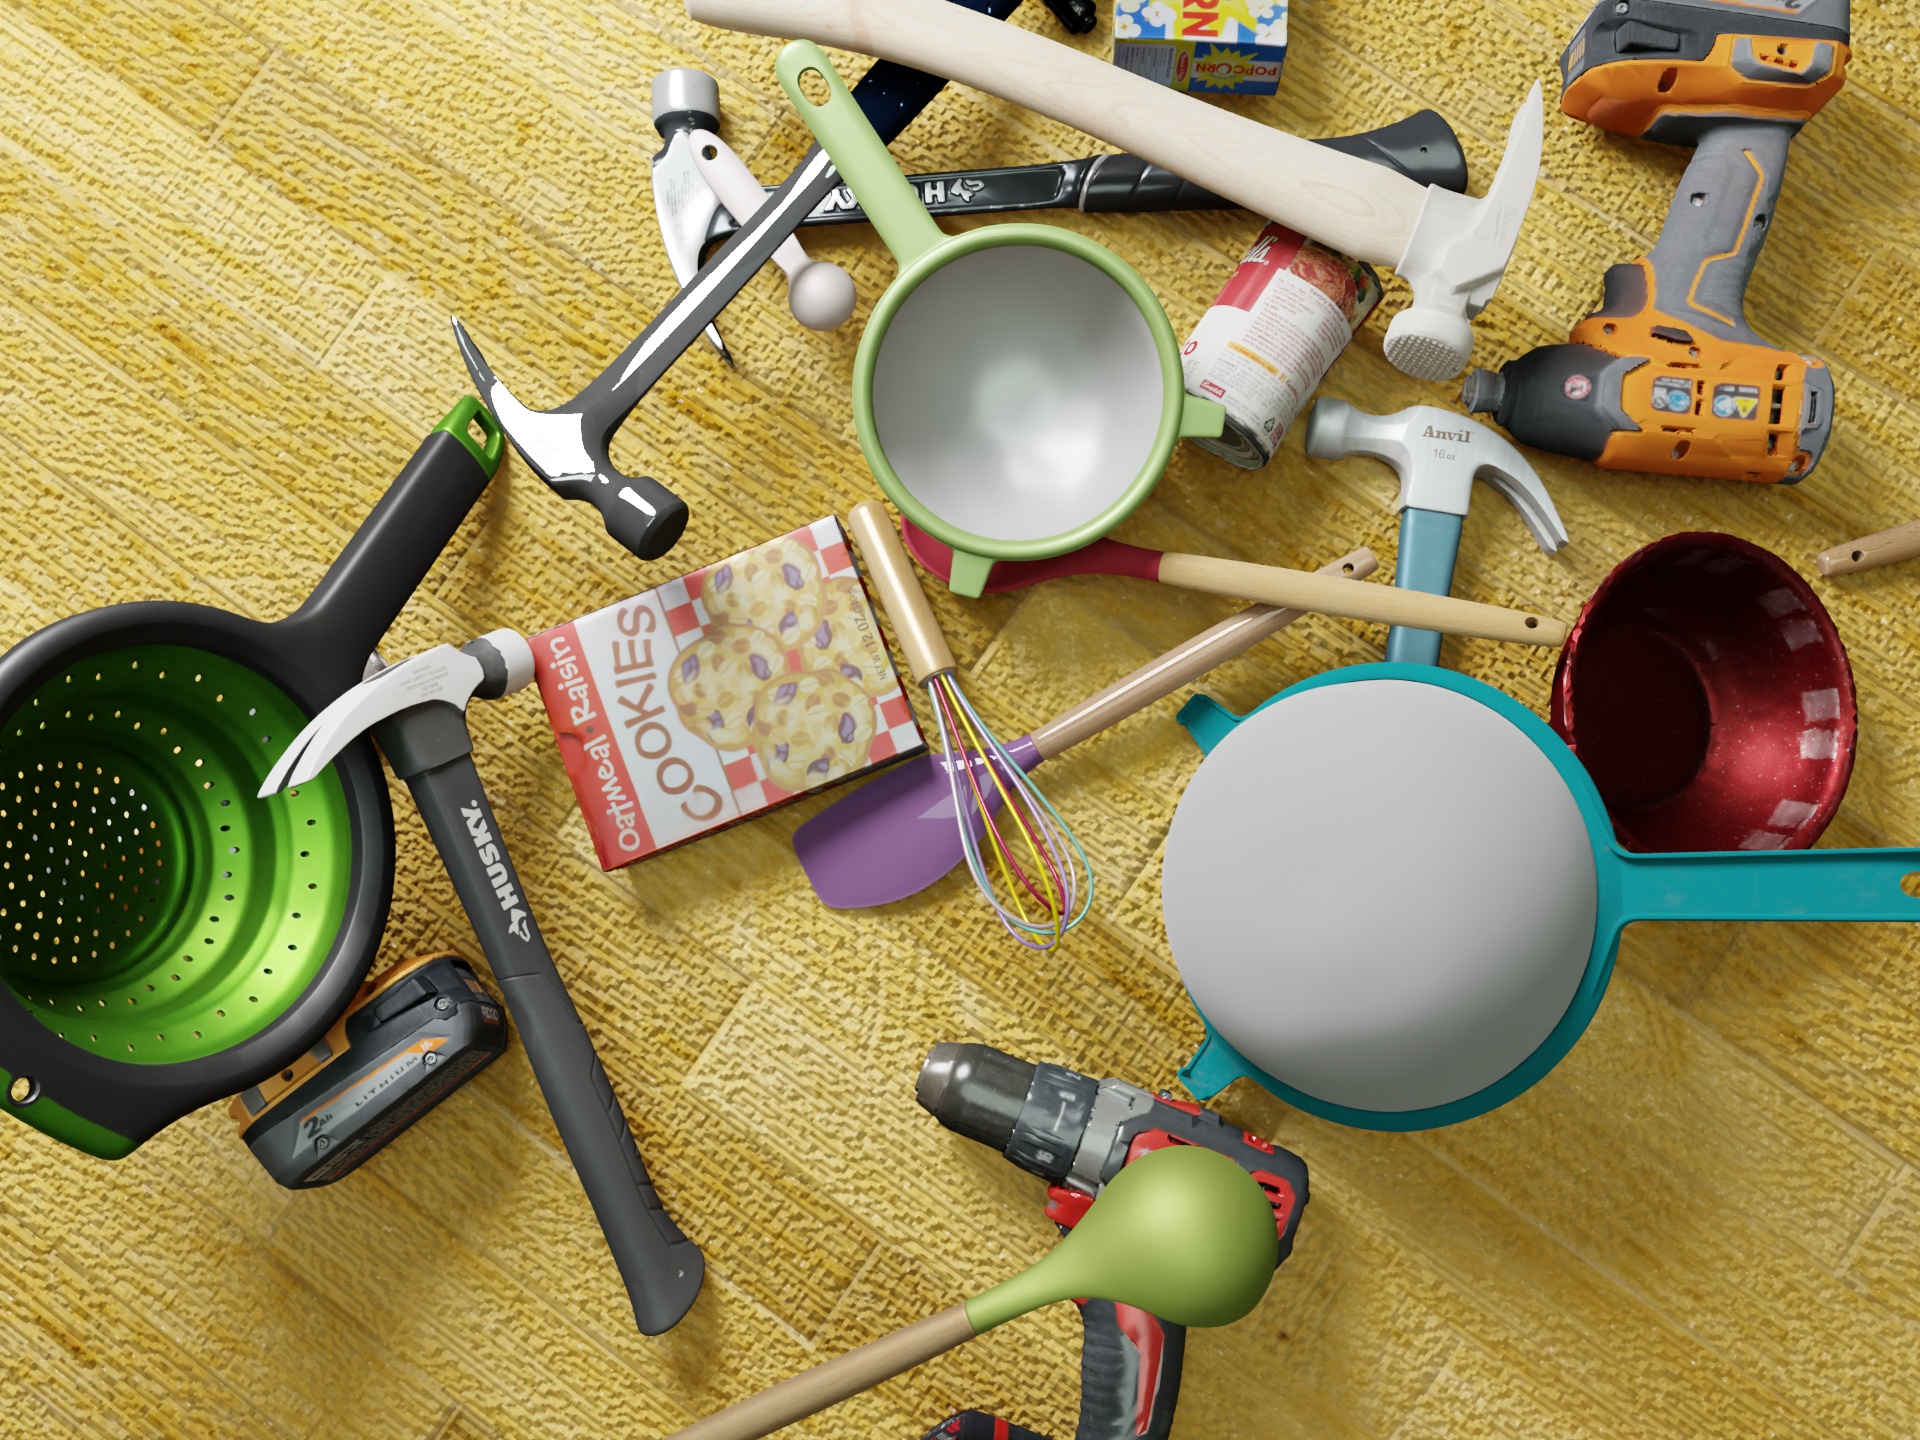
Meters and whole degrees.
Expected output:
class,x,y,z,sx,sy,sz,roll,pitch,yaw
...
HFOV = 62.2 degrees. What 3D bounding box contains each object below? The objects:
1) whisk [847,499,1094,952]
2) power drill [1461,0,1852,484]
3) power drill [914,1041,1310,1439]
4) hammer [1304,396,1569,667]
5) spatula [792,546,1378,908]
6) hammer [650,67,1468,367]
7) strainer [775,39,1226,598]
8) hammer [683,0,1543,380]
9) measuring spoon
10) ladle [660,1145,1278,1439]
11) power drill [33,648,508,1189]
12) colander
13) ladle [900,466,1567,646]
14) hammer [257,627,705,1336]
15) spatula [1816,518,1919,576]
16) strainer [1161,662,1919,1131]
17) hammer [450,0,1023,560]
class,x,y,z,sx,sy,sz,roll,pitch,yaw
whisk,0.000,-0.003,0.759,0.051,0.047,0.245,-27,71,9
power drill,0.332,-0.232,0.763,0.164,0.084,0.226,5,89,4
power drill,0.040,0.272,0.735,0.188,0.080,0.227,21,83,5
hammer,0.211,0.012,0.770,0.128,0.033,0.331,9,85,5
spatula,0.061,0.002,0.773,0.316,0.018,0.060,-30,81,8
hammer,0.048,-0.266,0.804,0.409,0.036,0.149,-3,86,3
strainer,-0.004,-0.196,0.740,0.151,0.069,0.256,-34,99,7
hammer,0.062,-0.296,0.735,0.410,0.038,0.146,23,77,4
measuring spoon,-0.096,-0.245,0.782,0.034,0.018,0.124,-38,85,0
ladle,-0.013,0.272,0.687,0.320,0.062,0.078,-27,49,7
power drill,-0.313,0.085,0.771,0.185,0.084,0.226,-38,79,-9
colander,-0.326,-0.005,0.714,0.094,0.204,0.397,-7,45,31
ladle,0.121,-0.070,0.750,0.315,0.031,0.069,12,72,19
hammer,-0.198,0.131,0.732,0.035,0.146,0.334,-16,99,32
spatula,0.569,-0.122,0.756,0.317,0.044,0.082,-17,88,3
strainer,0.218,0.068,0.652,0.340,0.095,0.211,-5,79,35
hammer,-0.071,-0.268,0.764,0.144,0.035,0.405,38,80,9
